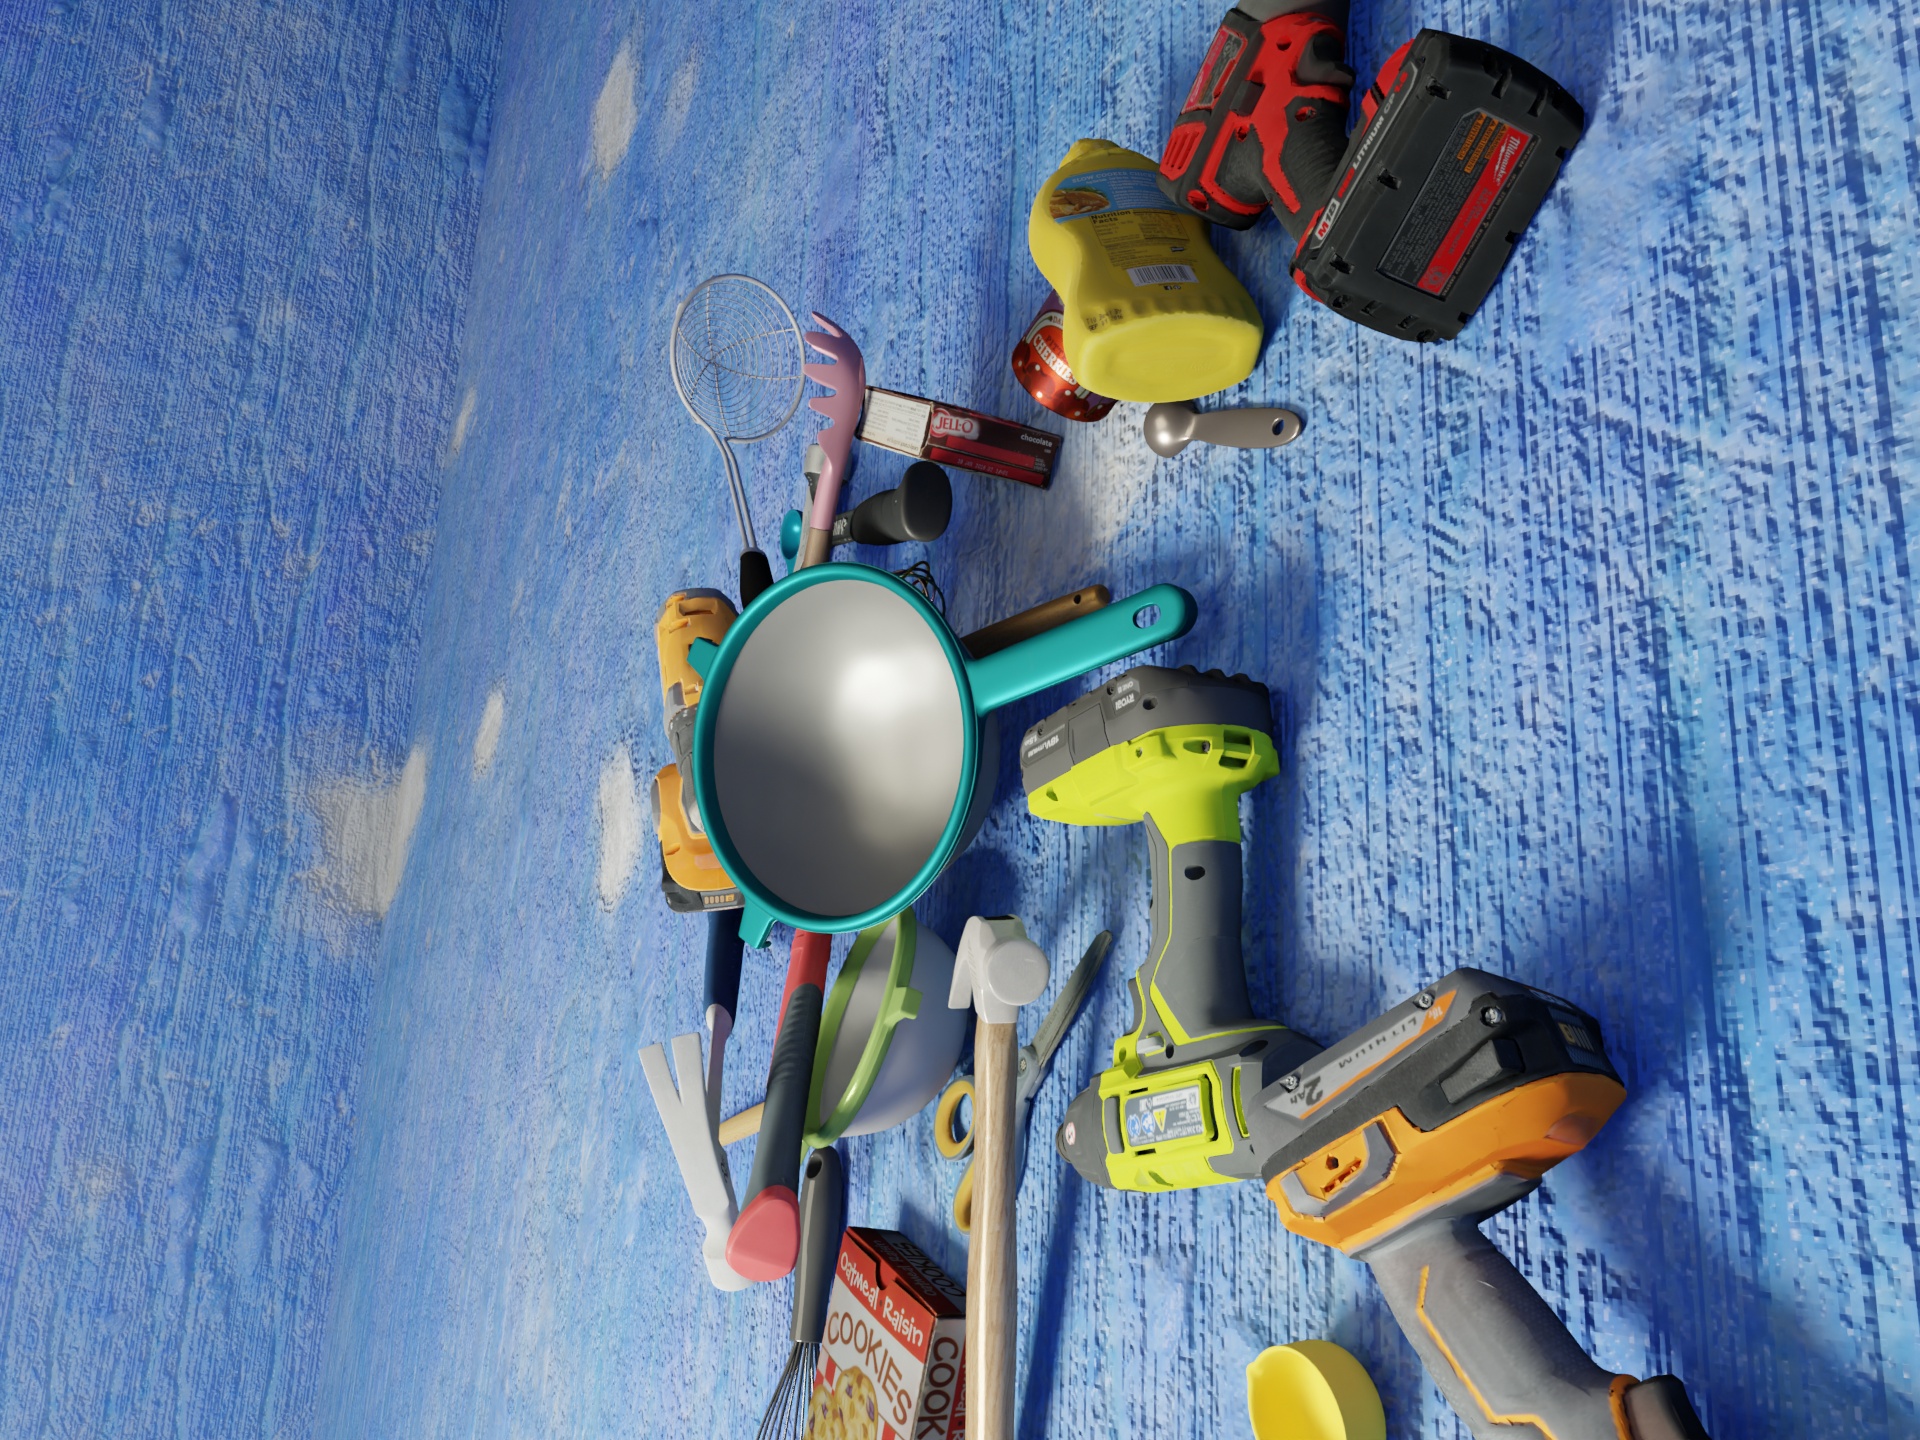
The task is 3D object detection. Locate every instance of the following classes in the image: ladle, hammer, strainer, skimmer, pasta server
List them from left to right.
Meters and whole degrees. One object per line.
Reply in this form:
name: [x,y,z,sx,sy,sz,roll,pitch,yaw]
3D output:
hammer: [-0.161,0.198,1.051,0.406,0.035,0.144,-114,9,-74]
skimmer: [-0.142,-0.179,1.156,0.090,0.127,0.364,-39,48,27]
ladle: [-0.130,0.276,1.123,0.315,0.031,0.069,-38,46,53]
hammer: [-0.101,0.176,0.966,0.387,0.038,0.143,-86,21,-55]
pasta server: [-0.100,-0.096,1.010,0.060,0.040,0.316,-97,18,-81]
hammer: [-0.068,-0.125,1.043,0.409,0.036,0.149,-163,84,-75]
strainer: [-0.057,0.229,0.943,0.152,0.069,0.256,-101,34,-68]
strainer: [-0.001,-0.003,0.901,0.340,0.095,0.211,-22,74,32]
hammer: [0.016,0.262,0.803,0.130,0.031,0.331,-163,73,-82]

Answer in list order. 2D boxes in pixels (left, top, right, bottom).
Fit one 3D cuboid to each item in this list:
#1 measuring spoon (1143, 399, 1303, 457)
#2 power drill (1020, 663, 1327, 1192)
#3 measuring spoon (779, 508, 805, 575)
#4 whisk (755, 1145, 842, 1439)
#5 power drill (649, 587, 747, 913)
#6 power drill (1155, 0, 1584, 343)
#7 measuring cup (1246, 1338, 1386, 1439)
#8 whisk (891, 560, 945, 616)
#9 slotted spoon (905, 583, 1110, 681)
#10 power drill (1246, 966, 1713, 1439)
measuring spoon: [0.129,-0.151,0.810,0.124,0.018,0.034,20,98,60]
power drill: [0.090,0.101,0.736,0.171,0.080,0.223,-32,56,53]
measuring spoon: [-0.124,-0.104,1.259,0.042,0.021,0.129,-16,76,58]
whisk: [-0.099,0.392,1.009,0.055,0.055,0.239,-27,53,56]
power drill: [-0.172,0.047,1.103,0.226,0.084,0.186,99,162,-49]
power drill: [0.172,-0.272,0.721,0.143,0.078,0.220,-63,29,26]
measuring cup: [0.135,0.318,0.640,0.062,0.029,0.156,38,125,54]
whisk: [-0.067,-0.008,1.102,0.047,0.051,0.244,-84,16,-57]
slotted spoon: [-0.023,-0.029,0.989,0.314,0.031,0.070,-21,67,46]
power drill: [0.197,0.196,0.498,0.164,0.084,0.227,-41,48,28]
